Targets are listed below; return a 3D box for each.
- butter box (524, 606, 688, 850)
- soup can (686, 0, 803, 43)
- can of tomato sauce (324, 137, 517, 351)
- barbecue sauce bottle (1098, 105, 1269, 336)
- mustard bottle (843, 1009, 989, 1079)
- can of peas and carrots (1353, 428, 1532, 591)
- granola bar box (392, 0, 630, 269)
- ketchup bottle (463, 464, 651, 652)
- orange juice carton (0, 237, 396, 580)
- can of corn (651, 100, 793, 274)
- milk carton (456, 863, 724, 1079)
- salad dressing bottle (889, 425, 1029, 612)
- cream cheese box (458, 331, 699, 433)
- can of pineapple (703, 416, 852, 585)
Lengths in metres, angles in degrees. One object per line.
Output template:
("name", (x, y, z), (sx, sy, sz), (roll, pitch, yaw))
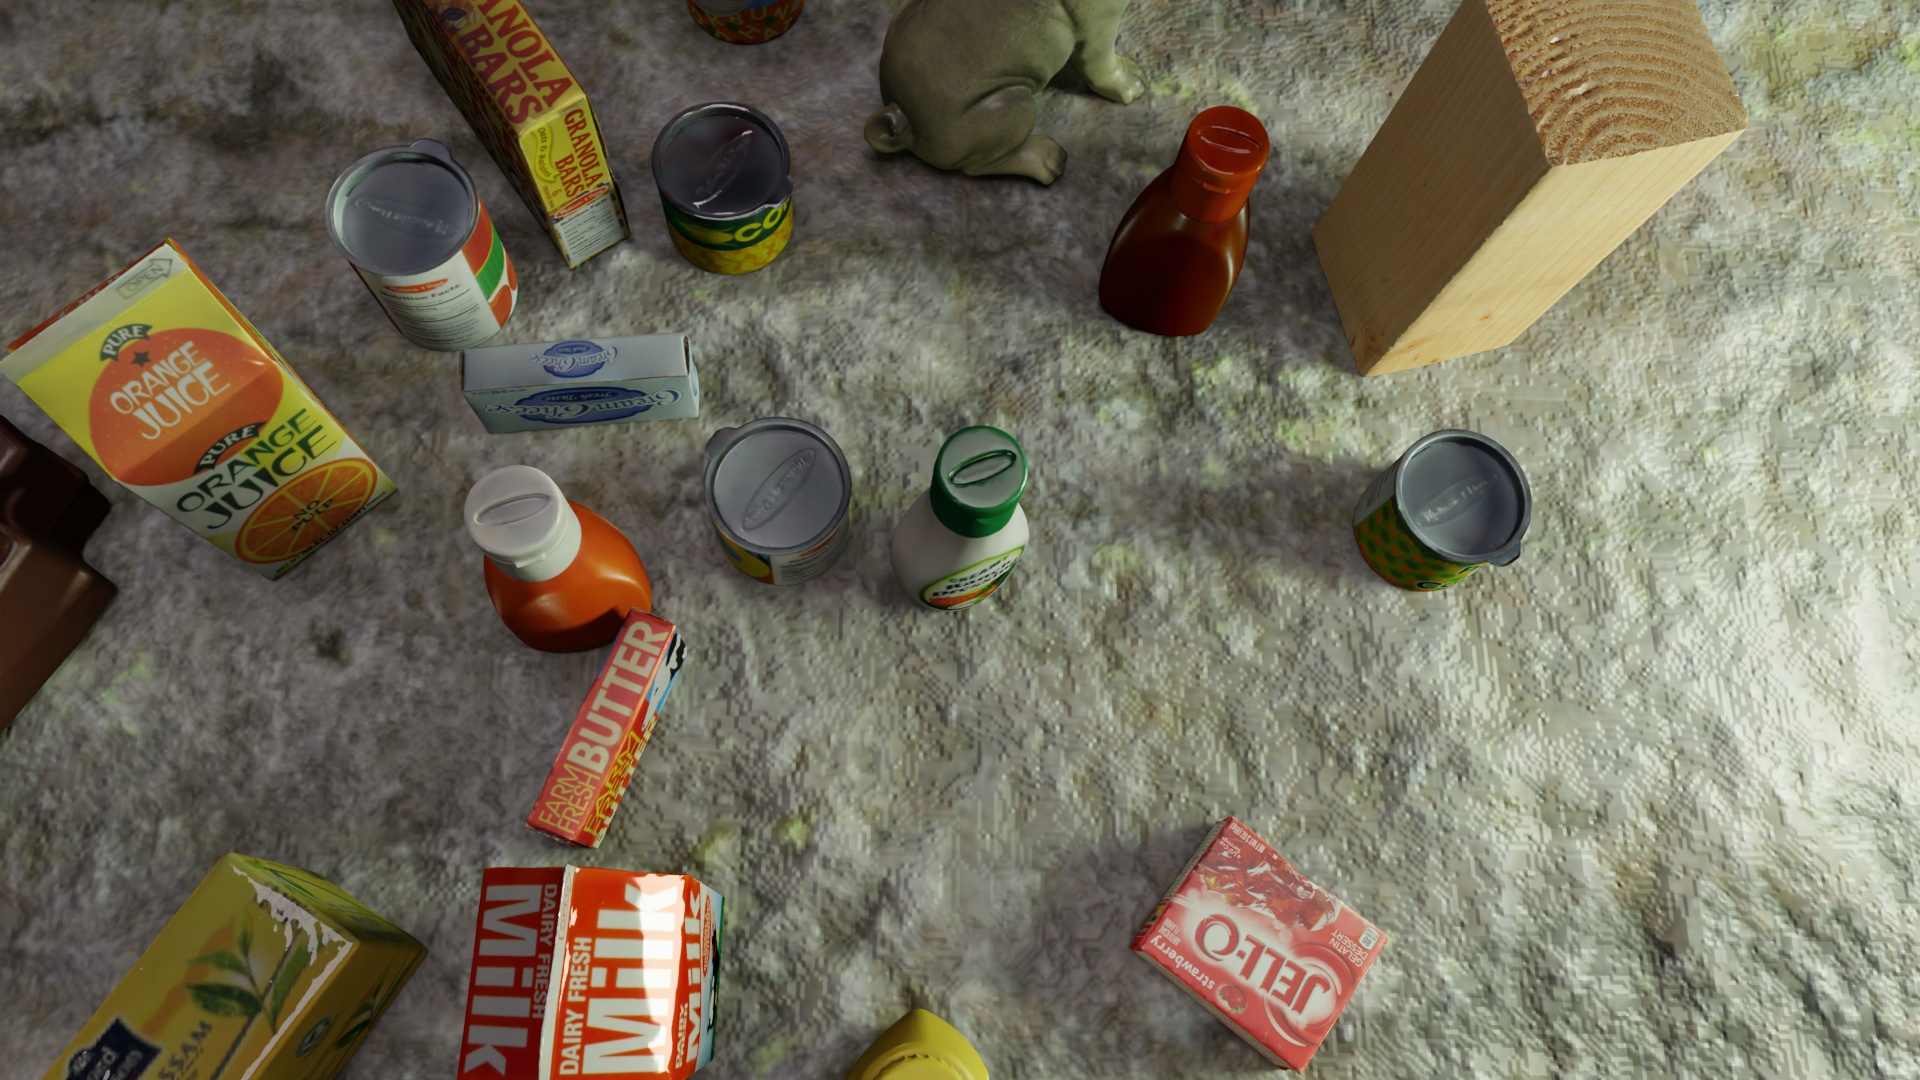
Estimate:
("butter box", (-0.154, 0.084, 0.614), (0.024, 0.053, 0.104), (22, 72, 2))
("soup can", (-0.117, -0.309, 0.723), (0.071, 0.083, 0.071), (1, 73, -4))
("can of tomato sauce", (-0.252, -0.138, 0.659), (0.071, 0.083, 0.071), (1, 73, -4))
("barbecue sauce bottle", (0.108, -0.148, 0.657), (0.065, 0.148, 0.044), (15, 73, 0))
("mustard bottle", (-0.019, 0.215, 0.528), (0.049, 0.159, 0.065), (41, 75, 8))
("can of peas and carrots", (0.233, -0.011, 0.672), (0.071, 0.058, 0.071), (1, 73, -4))
("granola bar box", (-0.226, -0.229, 0.668), (0.039, 0.124, 0.166), (-34, 78, -13))
("ketchup bottle", (-0.171, 0.010, 0.585), (0.065, 0.148, 0.043), (-17, 75, -9))
("orange juice carton", (-0.311, -0.054, 0.571), (0.072, 0.192, 0.073), (-41, 80, -14))
("can of corn", (-0.115, -0.174, 0.695), (0.071, 0.058, 0.071), (1, 73, -4))
("milk carton", (-0.134, 0.163, 0.519), (0.073, 0.190, 0.072), (2, 73, -4))
("salad dressing bottle", (0.002, -0.008, 0.606), (0.064, 0.147, 0.044), (-21, 76, -10))
("cream cheese box", (-0.179, -0.075, 0.661), (0.104, 0.053, 0.024), (-5, 74, -6))
("can of pineapple", (-0.085, -0.019, 0.649), (0.071, 0.057, 0.071), (1, 73, -4))
